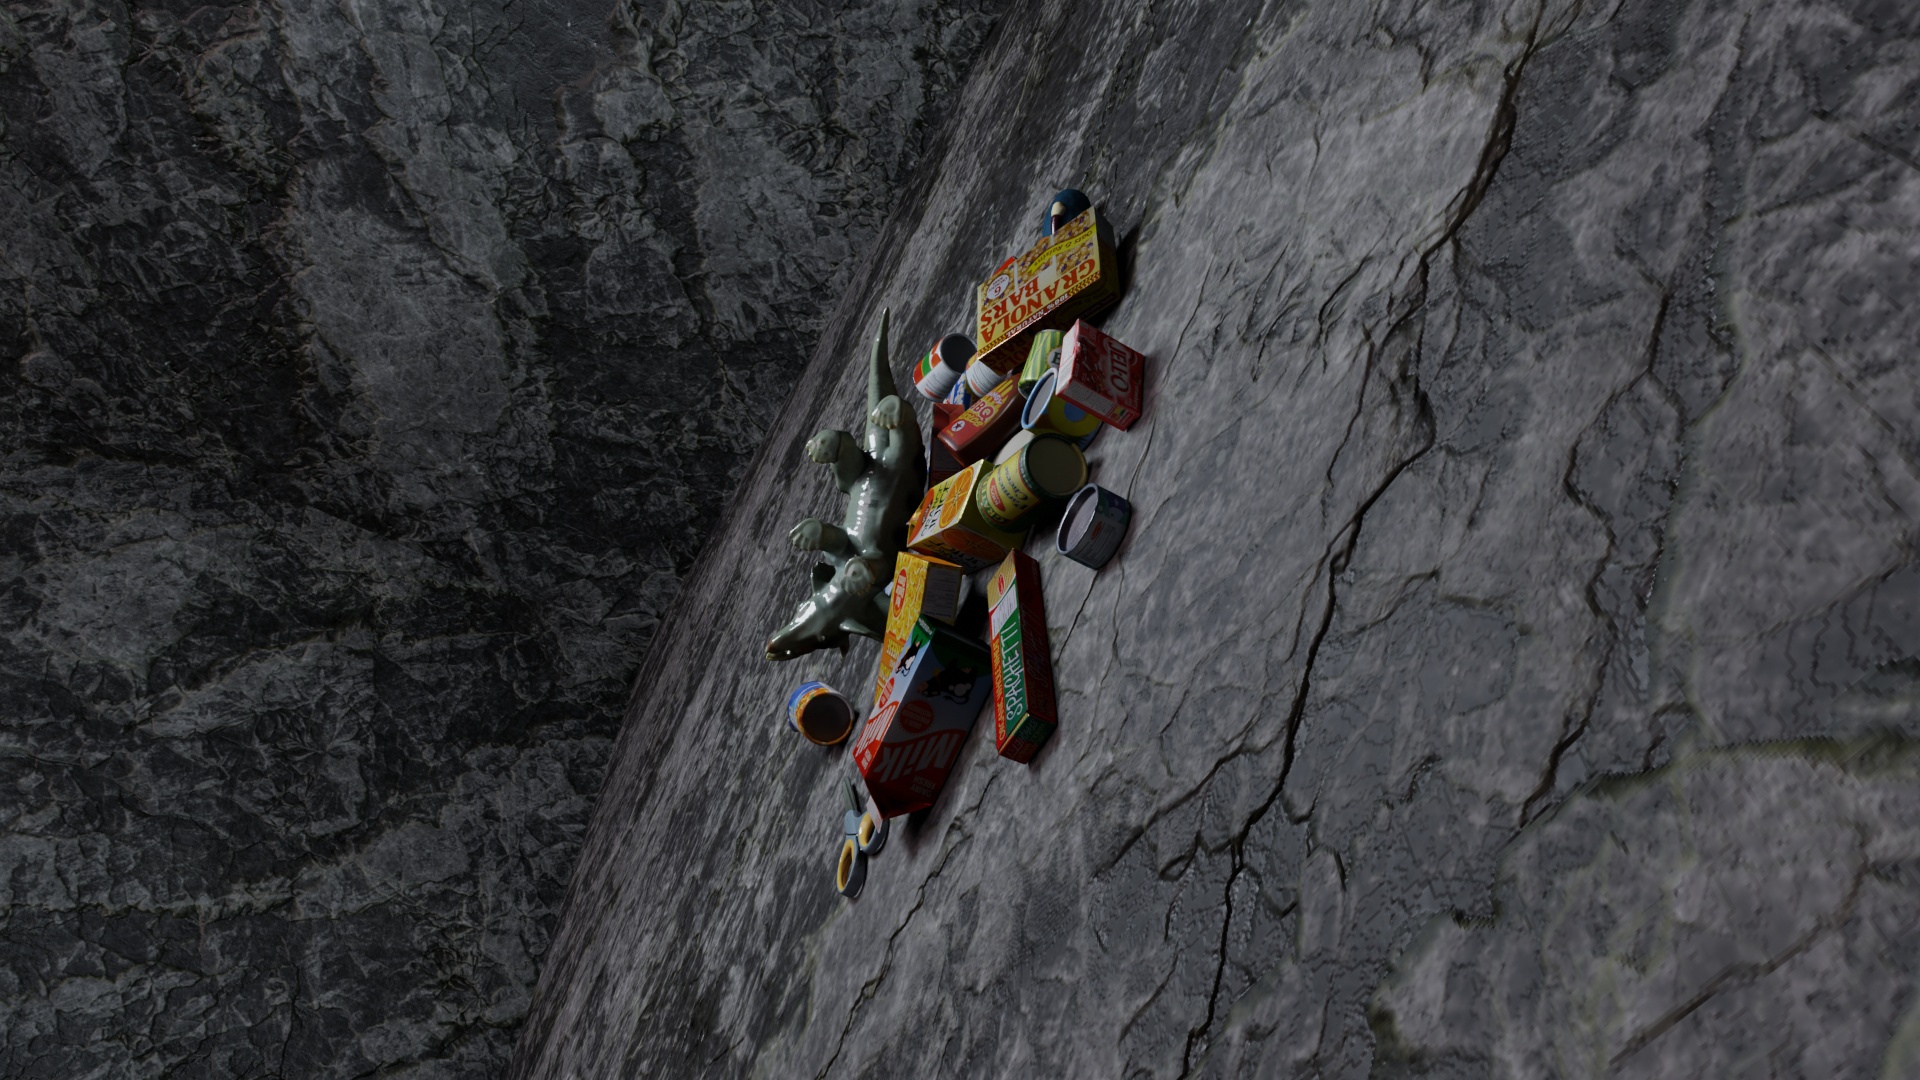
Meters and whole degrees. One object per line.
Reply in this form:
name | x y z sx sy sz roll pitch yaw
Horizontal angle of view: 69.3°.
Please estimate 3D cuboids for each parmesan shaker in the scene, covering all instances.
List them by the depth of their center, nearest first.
parmesan shaker | 0.065 -0.056 1.296 0.102 0.071 0.071 -37 31 60

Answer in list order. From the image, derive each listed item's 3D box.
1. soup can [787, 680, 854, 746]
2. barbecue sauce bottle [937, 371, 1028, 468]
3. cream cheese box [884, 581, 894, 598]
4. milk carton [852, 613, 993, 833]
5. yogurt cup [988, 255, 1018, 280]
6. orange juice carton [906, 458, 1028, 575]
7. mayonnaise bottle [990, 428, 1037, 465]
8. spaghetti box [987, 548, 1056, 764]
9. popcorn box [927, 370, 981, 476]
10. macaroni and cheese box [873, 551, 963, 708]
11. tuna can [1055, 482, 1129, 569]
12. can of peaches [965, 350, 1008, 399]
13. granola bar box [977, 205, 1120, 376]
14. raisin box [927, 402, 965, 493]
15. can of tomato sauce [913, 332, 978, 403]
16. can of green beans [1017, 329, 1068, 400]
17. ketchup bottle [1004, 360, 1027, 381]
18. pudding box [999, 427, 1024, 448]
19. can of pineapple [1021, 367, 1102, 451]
soup can | -0.168 0.207 1.650 0.071 0.071 0.084 -66 16 -5
barbecue sauce bottle | 0.048 -0.138 1.444 0.148 0.043 0.065 -40 32 -2
cream cheese box | -0.093 0.079 1.690 0.053 0.024 0.103 -68 16 -9
milk carton | -0.040 0.172 1.276 0.190 0.073 0.072 -64 16 3
yogurt cup | 0.069 -0.313 1.706 0.054 0.072 0.072 -52 18 13
orange juice carton | 0.005 -0.018 1.432 0.192 0.072 0.073 -24 42 66
mayonnaise bottle | 0.060 -0.080 1.410 0.065 0.041 0.147 -63 12 -24
spaghetti box | 0.050 0.093 1.190 0.050 0.028 0.251 -57 17 26
popcorn box | -0.003 -0.139 1.713 0.084 0.038 0.127 -53 19 38
macaroni and cheese box | -0.045 0.100 1.389 0.123 0.040 0.166 -168 87 -74
tuna can | 0.109 -0.013 1.153 0.070 0.033 0.071 -56 18 28
can of peaches | 0.049 -0.200 1.591 0.057 0.071 0.071 -41 27 56
granola bar box | 0.092 -0.264 1.480 0.165 0.039 0.125 -30 40 31
raisin box | -0.016 -0.082 1.575 0.086 0.040 0.122 -93 5 -59
can of tomato sauce | -0.016 -0.232 1.849 0.082 0.071 0.071 -38 30 57
can of green beans | 0.096 -0.168 1.379 0.071 0.071 0.058 -25 42 67
ketchup bottle | 0.086 -0.206 1.516 0.149 0.043 0.064 -67 19 -11
pudding box | 0.041 -0.123 1.523 0.030 0.049 0.084 -61 15 7
can of pineapple | 0.098 -0.121 1.317 0.070 0.058 0.071 -56 18 28
